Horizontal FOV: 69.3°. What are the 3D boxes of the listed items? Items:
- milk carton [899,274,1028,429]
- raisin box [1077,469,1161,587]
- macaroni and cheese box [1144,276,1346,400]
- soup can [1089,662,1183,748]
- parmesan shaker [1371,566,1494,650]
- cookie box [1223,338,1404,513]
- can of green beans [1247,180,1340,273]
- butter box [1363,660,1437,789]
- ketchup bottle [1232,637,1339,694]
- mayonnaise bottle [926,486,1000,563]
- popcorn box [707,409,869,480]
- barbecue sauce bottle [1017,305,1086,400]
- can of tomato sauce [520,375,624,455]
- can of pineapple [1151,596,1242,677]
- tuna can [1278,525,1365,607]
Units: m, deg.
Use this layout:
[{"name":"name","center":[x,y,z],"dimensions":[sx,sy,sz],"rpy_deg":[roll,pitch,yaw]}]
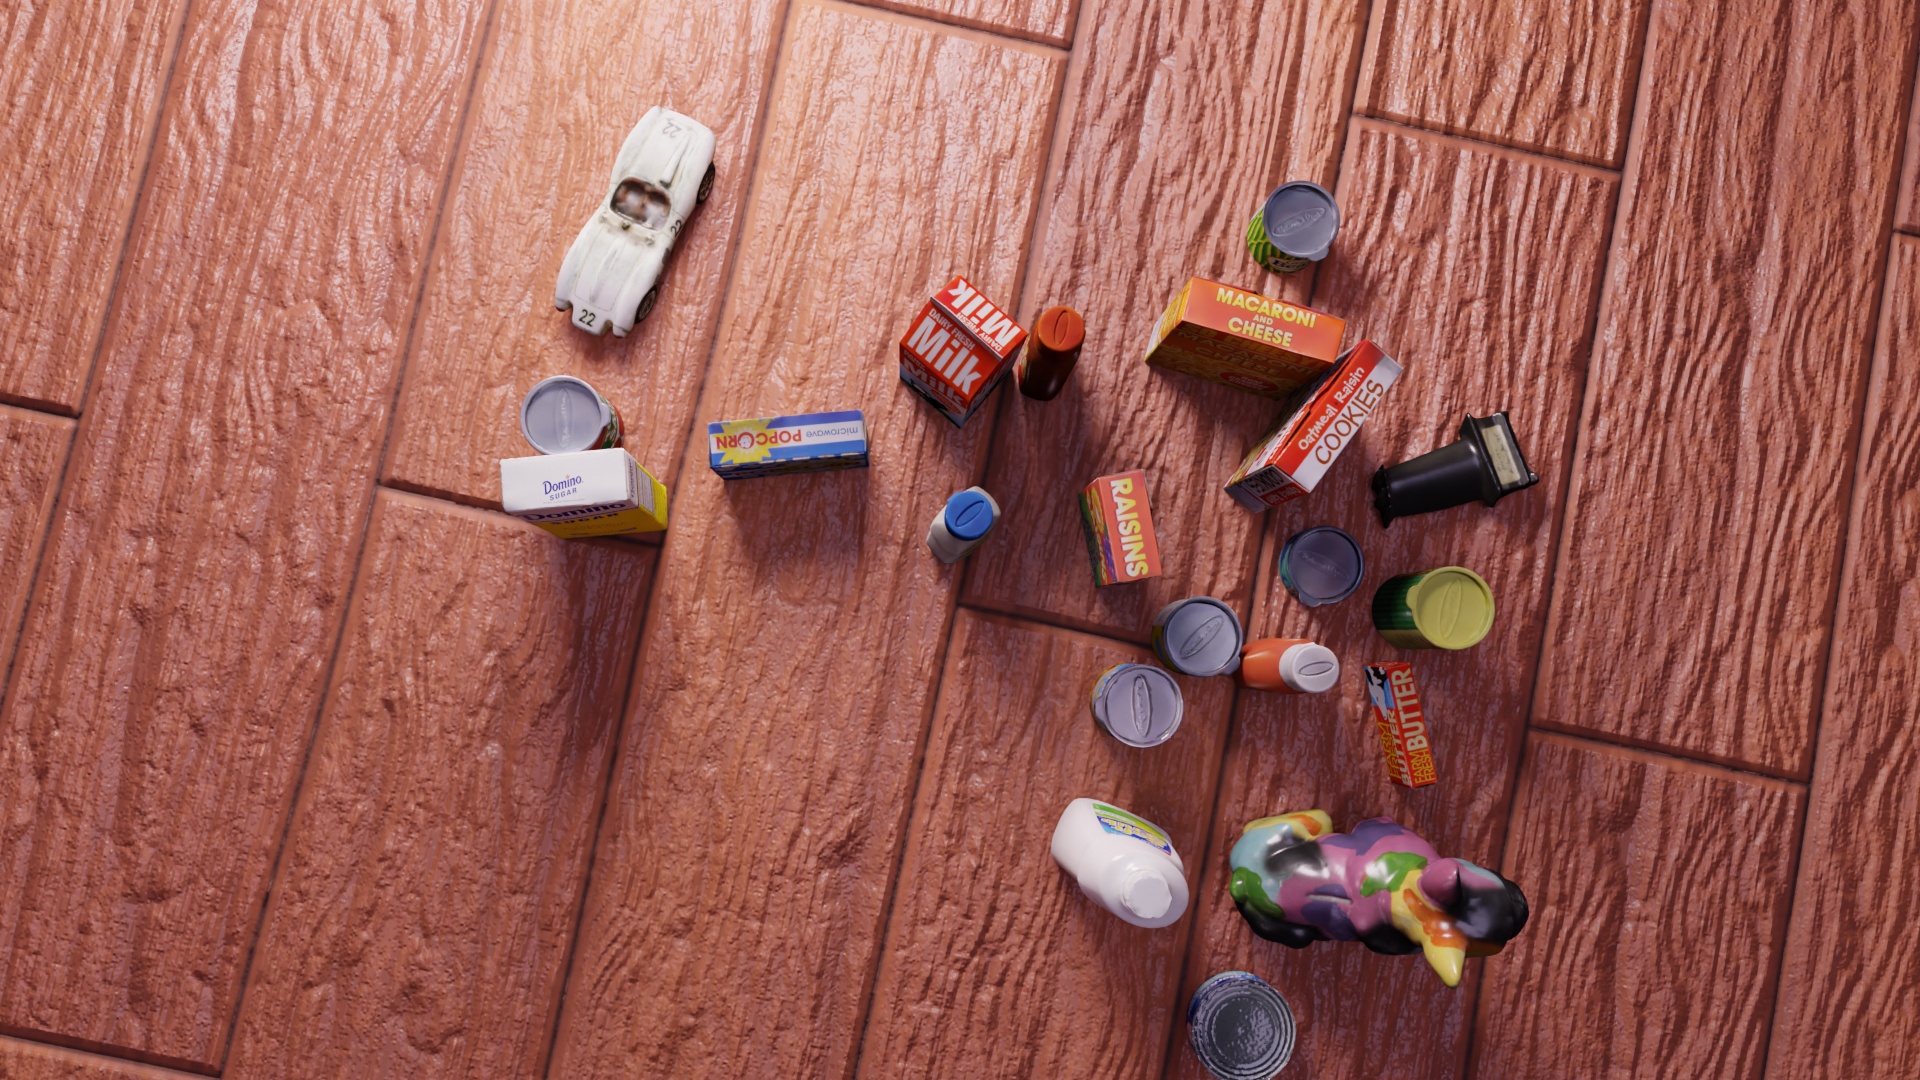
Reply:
[{"name":"milk carton","center":[0.000,-0.150,1.101],"dimensions":[0.072,0.190,0.073],"rpy_deg":[40,86,1]},{"name":"raisin box","center":[0.129,-0.007,1.128],"dimensions":[0.040,0.123,0.086],"rpy_deg":[-9,86,-3]},{"name":"macaroni and cheese box","center":[0.225,-0.161,1.123],"dimensions":[0.124,0.166,0.040],"rpy_deg":[16,86,-1]},{"name":"soup can","center":[0.140,0.133,1.137],"dimensions":[0.071,0.083,0.071],"rpy_deg":[0,86,-2]},{"name":"parmesan shaker","center":[0.384,0.056,1.144],"dimensions":[0.071,0.103,0.071],"rpy_deg":[0,86,-2]},{"name":"cookie box","center":[0.279,-0.088,1.119],"dimensions":[0.040,0.167,0.123],"rpy_deg":[37,85,1]},{"name":"can of green beans","center":[0.284,-0.267,1.189],"dimensions":[0.071,0.058,0.071],"rpy_deg":[0,86,-2]},{"name":"butter box","center":[0.367,0.153,1.160],"dimensions":[0.024,0.053,0.103],"rpy_deg":[-12,86,-3]},{"name":"ketchup bottle","center":[0.263,0.100,1.112],"dimensions":[0.065,0.148,0.043],"rpy_deg":[-11,86,-3]},{"name":"mayonnaise bottle","center":[0.004,-0.014,1.112],"dimensions":[0.065,0.148,0.041],"rpy_deg":[-42,88,-4]},{"name":"popcorn box","center":[-0.139,-0.078,1.143],"dimensions":[0.127,0.085,0.038],"rpy_deg":[-5,86,-3]},{"name":"barbecue sauce bottle","center":[0.075,-0.155,1.126],"dimensions":[0.044,0.148,0.065],"rpy_deg":[14,86,-1]},{"name":"can of tomato sauce","center":[-0.314,-0.095,1.138],"dimensions":[0.071,0.083,0.071],"rpy_deg":[0,86,-2]},{"name":"can of pineapple","center":[0.197,0.082,1.157],"dimensions":[0.071,0.058,0.071],"rpy_deg":[0,86,-2]},{"name":"tuna can","center":[0.305,0.024,1.178],"dimensions":[0.071,0.033,0.071],"rpy_deg":[0,85,-2]}]
